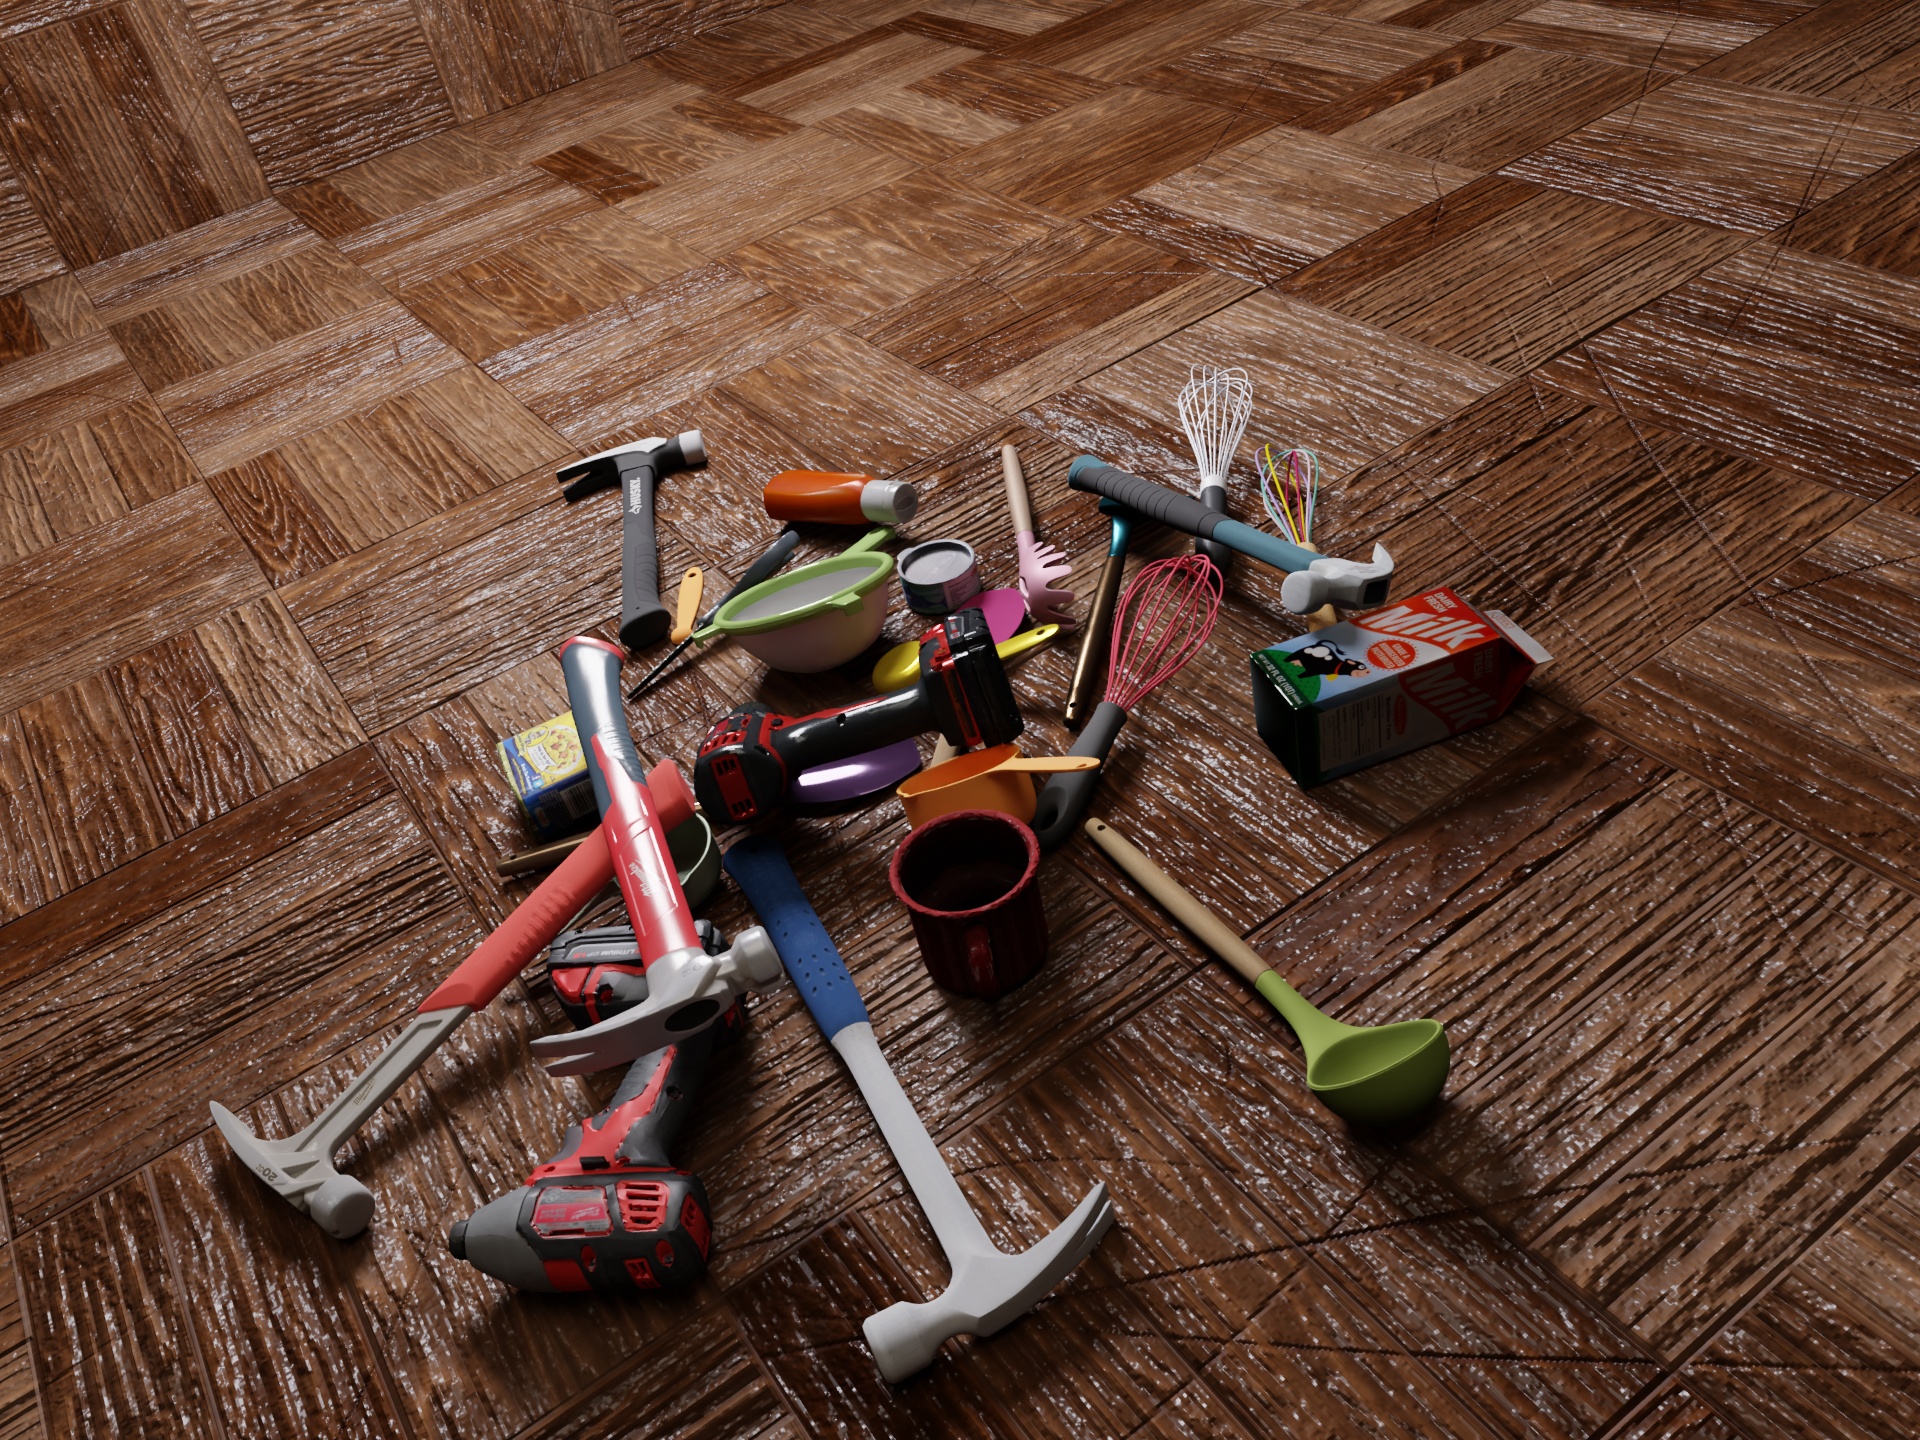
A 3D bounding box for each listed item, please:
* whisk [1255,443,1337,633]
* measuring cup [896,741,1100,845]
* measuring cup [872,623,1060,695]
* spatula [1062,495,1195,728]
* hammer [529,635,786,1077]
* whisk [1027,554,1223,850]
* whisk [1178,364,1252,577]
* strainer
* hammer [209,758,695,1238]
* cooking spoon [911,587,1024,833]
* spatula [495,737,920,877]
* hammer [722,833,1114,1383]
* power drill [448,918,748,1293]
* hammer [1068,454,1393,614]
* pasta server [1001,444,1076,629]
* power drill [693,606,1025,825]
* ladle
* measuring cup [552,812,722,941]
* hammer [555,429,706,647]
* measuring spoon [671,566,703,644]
[{"bbox_3d":[0.274,-0.145,1.267,0.051,0.047,0.245,-7,43,6],"label":"whisk"},{"bbox_3d":[0.034,0.052,1.024,0.095,0.052,0.174,-27,14,-38],"label":"measuring cup"},{"bbox_3d":[0.001,-0.052,1.201,0.156,0.029,0.062,-20,33,25],"label":"measuring cup"},{"bbox_3d":[0.122,-0.101,1.272,0.082,0.044,0.318,3,45,18],"label":"spatula"},{"bbox_3d":[-0.230,0.064,1.026,0.143,0.038,0.387,-23,40,-8],"label":"hammer"},{"bbox_3d":[0.117,-0.019,1.145,0.073,0.073,0.296,11,51,29],"label":"whisk"},{"bbox_3d":[0.216,-0.216,1.363,0.070,0.070,0.285,-3,44,13],"label":"whisk"},{"bbox_3d":[-0.099,-0.097,1.313,0.151,0.069,0.256,-11,19,24],"label":"strainer"},{"bbox_3d":[-0.310,0.157,1.033,0.149,0.036,0.359,21,58,37],"label":"hammer"},{"bbox_3d":[-0.002,-0.004,1.189,0.069,0.017,0.319,-8,37,21],"label":"cooking spoon"},{"bbox_3d":[-0.182,0.066,1.158,0.316,0.018,0.060,-15,37,-3],"label":"spatula"},{"bbox_3d":[-0.055,0.192,0.947,0.144,0.035,0.406,-24,39,-12],"label":"hammer"},{"bbox_3d":[-0.204,0.226,0.923,0.143,0.078,0.220,-7,41,10],"label":"power drill"},{"bbox_3d":[0.193,-0.149,1.219,0.128,0.033,0.331,-8,26,-35],"label":"hammer"},{"bbox_3d":[0.061,-0.168,1.356,0.040,0.060,0.316,-6,33,0],"label":"pasta server"},{"bbox_3d":[-0.077,-0.004,1.128,0.226,0.080,0.188,-20,13,2],"label":"power drill"},{"bbox_3d":[0.163,0.130,0.942,0.078,0.062,0.320,-25,37,-18],"label":"ladle"},{"bbox_3d":[-0.237,0.127,1.089,0.167,0.038,0.083,-36,44,-13],"label":"measuring cup"},{"bbox_3d":[-0.304,-0.170,1.477,0.146,0.035,0.335,-14,38,-1],"label":"hammer"},{"bbox_3d":[-0.240,-0.104,1.393,0.021,0.011,0.117,-10,38,5],"label":"measuring spoon"}]
